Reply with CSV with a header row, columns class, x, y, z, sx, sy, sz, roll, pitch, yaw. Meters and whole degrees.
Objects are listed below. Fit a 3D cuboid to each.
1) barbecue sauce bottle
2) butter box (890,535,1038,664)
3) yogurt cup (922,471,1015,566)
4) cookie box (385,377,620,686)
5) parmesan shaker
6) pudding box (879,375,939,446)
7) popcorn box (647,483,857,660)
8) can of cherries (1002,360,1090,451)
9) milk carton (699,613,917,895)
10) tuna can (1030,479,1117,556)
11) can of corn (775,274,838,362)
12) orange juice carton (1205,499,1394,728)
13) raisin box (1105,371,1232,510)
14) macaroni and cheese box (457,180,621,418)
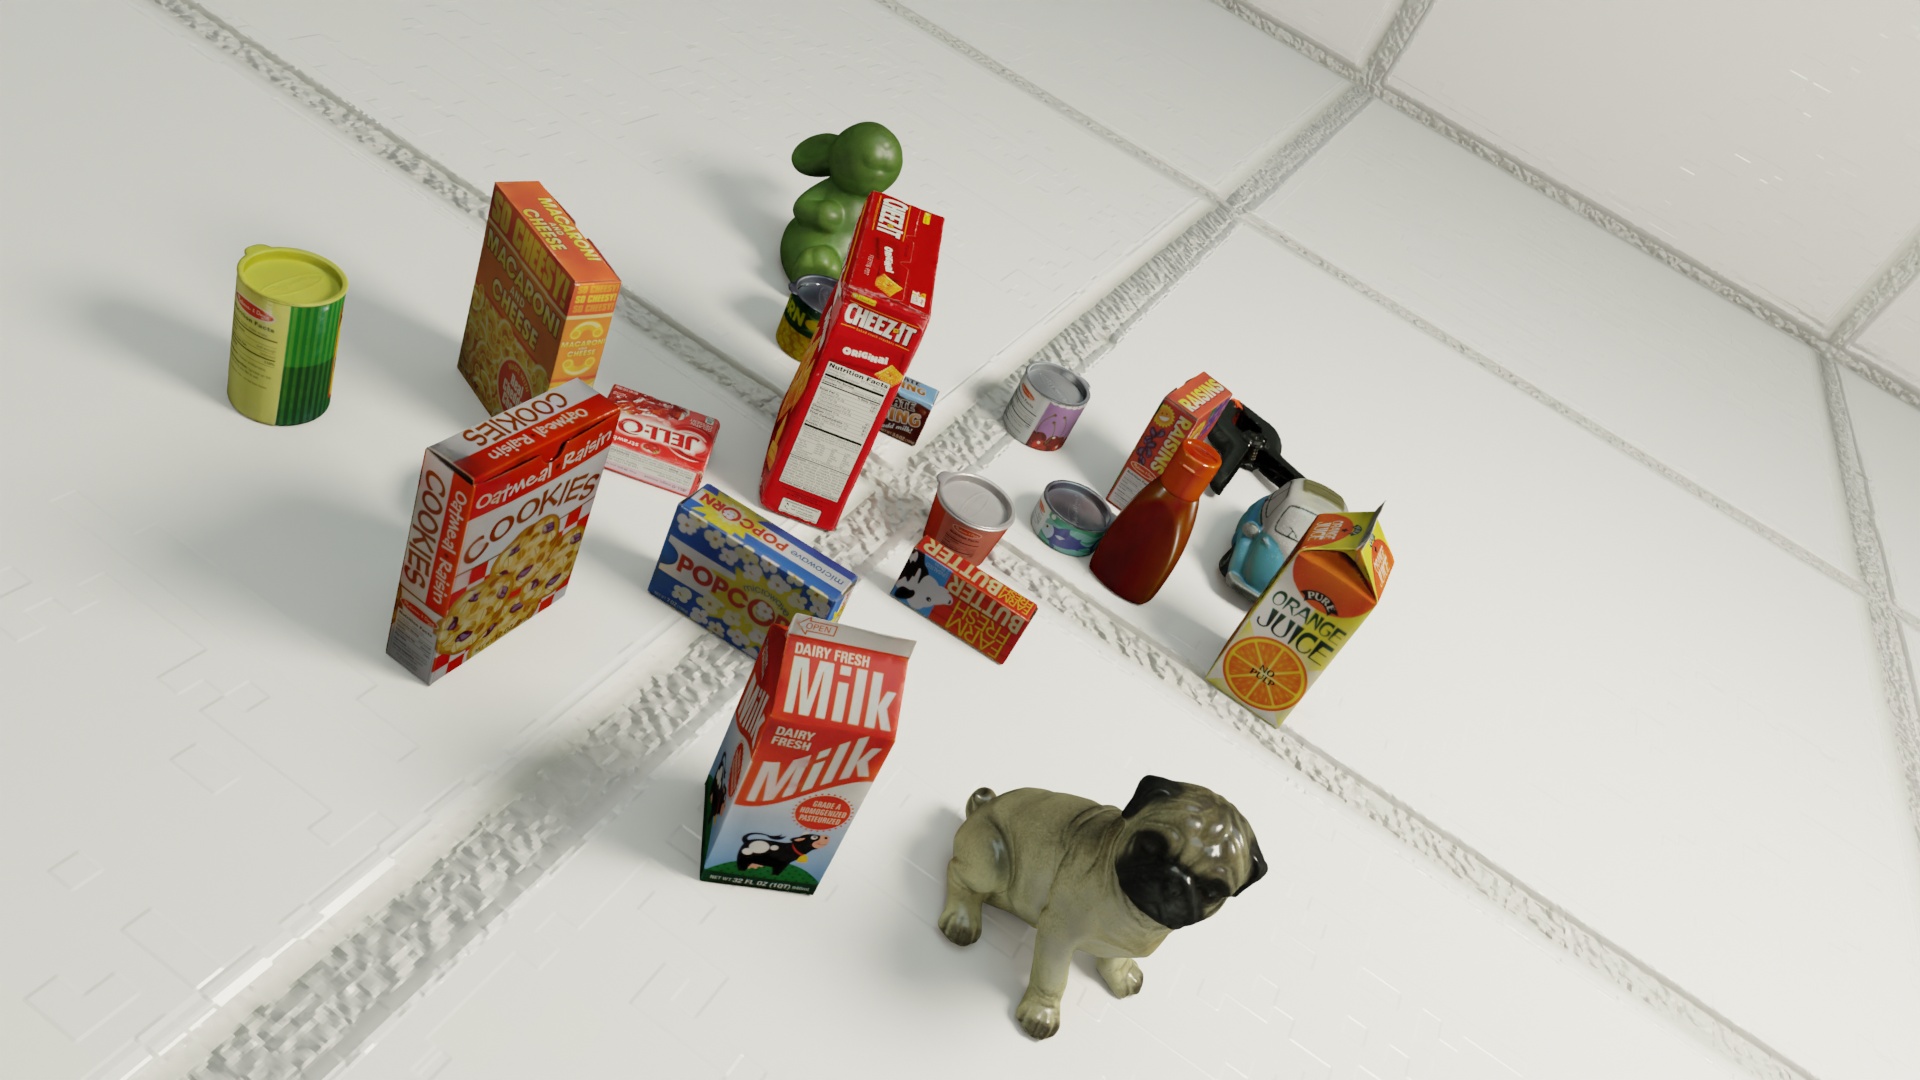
class,x,y,z,sx,sy,sz,roll,pitch,yaw
barbecue sauce bottle,0.165,-0.017,1.150,0.065,0.147,0.044,37,37,13
butter box,0.003,0.045,1.050,0.103,0.052,0.024,32,36,6
yogurt cup,0.004,-0.014,1.123,0.072,0.053,0.073,18,37,-14
cookie box,-0.275,-0.006,0.838,0.040,0.166,0.123,35,36,10
parmesan shaker,-0.458,-0.138,0.939,0.071,0.102,0.072,18,37,-14
pudding box,-0.066,-0.124,1.216,0.084,0.049,0.030,24,36,-5
popcorn box,-0.142,0.030,0.949,0.127,0.084,0.038,32,36,5
can of cherries,0.082,-0.126,1.306,0.071,0.058,0.072,18,37,-14
milk carton,-0.089,0.114,0.790,0.072,0.189,0.074,14,38,-19
tuna can,0.099,-0.018,1.207,0.071,0.032,0.071,17,37,-14
can of corn,-0.131,-0.200,1.261,0.071,0.058,0.071,18,37,-14
orange juice carton,0.278,0.051,1.101,0.073,0.191,0.072,34,36,9
raisin box,0.191,-0.087,1.273,0.040,0.122,0.086,38,37,14
macaroni and cheese box,-0.307,-0.155,1.002,0.040,0.165,0.124,-14,53,-43
